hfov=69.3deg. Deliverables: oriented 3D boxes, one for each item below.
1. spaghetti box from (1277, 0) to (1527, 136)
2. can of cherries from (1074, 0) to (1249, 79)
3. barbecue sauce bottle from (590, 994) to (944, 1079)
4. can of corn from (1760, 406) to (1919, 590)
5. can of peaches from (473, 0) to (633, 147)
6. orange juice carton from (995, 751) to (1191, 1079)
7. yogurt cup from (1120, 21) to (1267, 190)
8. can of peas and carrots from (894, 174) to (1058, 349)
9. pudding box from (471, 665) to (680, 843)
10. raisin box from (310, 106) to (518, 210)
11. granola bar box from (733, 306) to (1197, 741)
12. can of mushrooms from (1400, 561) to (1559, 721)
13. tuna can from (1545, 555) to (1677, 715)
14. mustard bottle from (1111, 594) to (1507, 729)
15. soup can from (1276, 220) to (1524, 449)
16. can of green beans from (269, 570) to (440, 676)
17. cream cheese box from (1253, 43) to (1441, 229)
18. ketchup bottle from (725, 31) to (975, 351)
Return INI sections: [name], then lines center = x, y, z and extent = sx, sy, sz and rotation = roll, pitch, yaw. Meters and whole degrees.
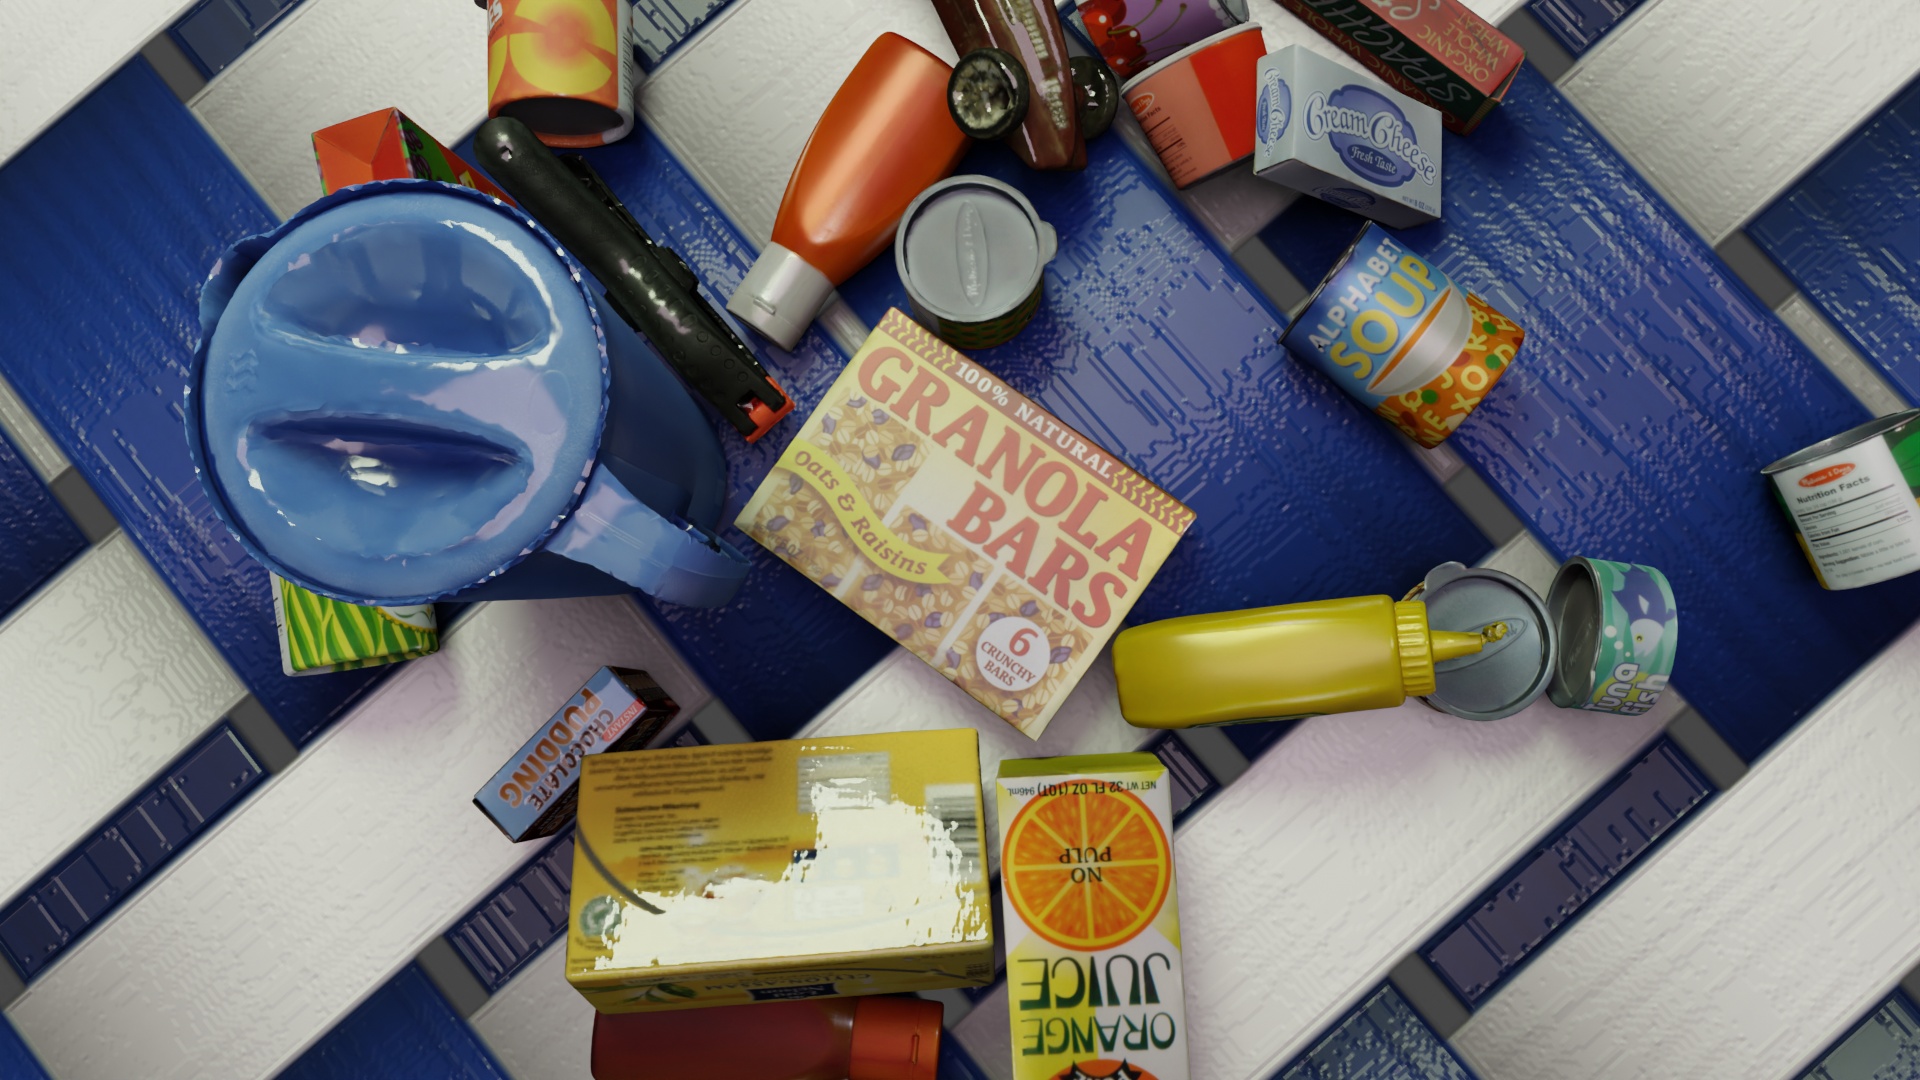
[spaghetti box]
center = 0.148, -0.277, 0.641
extent = 0.250, 0.050, 0.028
rotation = 39, 89, 5
[can of cherries]
center = 0.089, -0.248, 0.626
extent = 0.058, 0.071, 0.071
rotation = -20, 83, 28
[barbecue sauce bottle]
center = -0.083, 0.213, 0.609
extent = 0.148, 0.043, 0.065
rotation = 5, 78, 3
[can of corn]
center = 0.393, -0.018, 0.597
extent = 0.071, 0.071, 0.058
rotation = -24, 85, 1
[can of peaches]
center = -0.188, -0.221, 0.644
extent = 0.071, 0.071, 0.058
rotation = -3, 86, 3
[orange juice carton]
center = 0.056, 0.190, 0.589
extent = 0.072, 0.073, 0.192
rotation = -4, 85, 2
[yogurt cup]
center = 0.113, -0.194, 0.627
extent = 0.072, 0.072, 0.054
rotation = -25, 96, 1
[can of peas and carrots]
center = 0.008, -0.125, 0.629
extent = 0.071, 0.058, 0.071
rotation = 0, 85, 2
[pudding box]
center = -0.171, 0.095, 0.622
extent = 0.084, 0.049, 0.030
rotation = -45, 81, -2
[raisin box]
center = -0.225, -0.124, 0.608
extent = 0.040, 0.123, 0.086
rotation = -16, 84, 3
[granola bar box]
center = 0.002, -0.008, 0.628
extent = 0.165, 0.039, 0.124
rotation = 35, 88, 6
[can of mushrooms]
center = 0.224, 0.044, 0.614
extent = 0.071, 0.033, 0.071
rotation = 0, 85, 3
[tuna can]
center = 0.276, 0.043, 0.594
extent = 0.033, 0.071, 0.071
rotation = 7, 85, 3
[mustard bottle]
center = 0.147, 0.050, 0.587
extent = 0.160, 0.065, 0.049
rotation = -8, 87, 19
[soup can]
center = 0.193, -0.090, 0.610
extent = 0.084, 0.071, 0.071
rotation = 37, 88, 5
[can of green beans]
center = -0.272, 0.027, 0.625
extent = 0.071, 0.071, 0.058
rotation = -11, 85, 2
[cream cheese box]
center = 0.173, -0.177, 0.615
extent = 0.104, 0.024, 0.053
rotation = 7, 82, -36
[ketchup bottle]
center = -0.052, -0.158, 0.642
extent = 0.065, 0.043, 0.149
rotation = 35, 87, 0
